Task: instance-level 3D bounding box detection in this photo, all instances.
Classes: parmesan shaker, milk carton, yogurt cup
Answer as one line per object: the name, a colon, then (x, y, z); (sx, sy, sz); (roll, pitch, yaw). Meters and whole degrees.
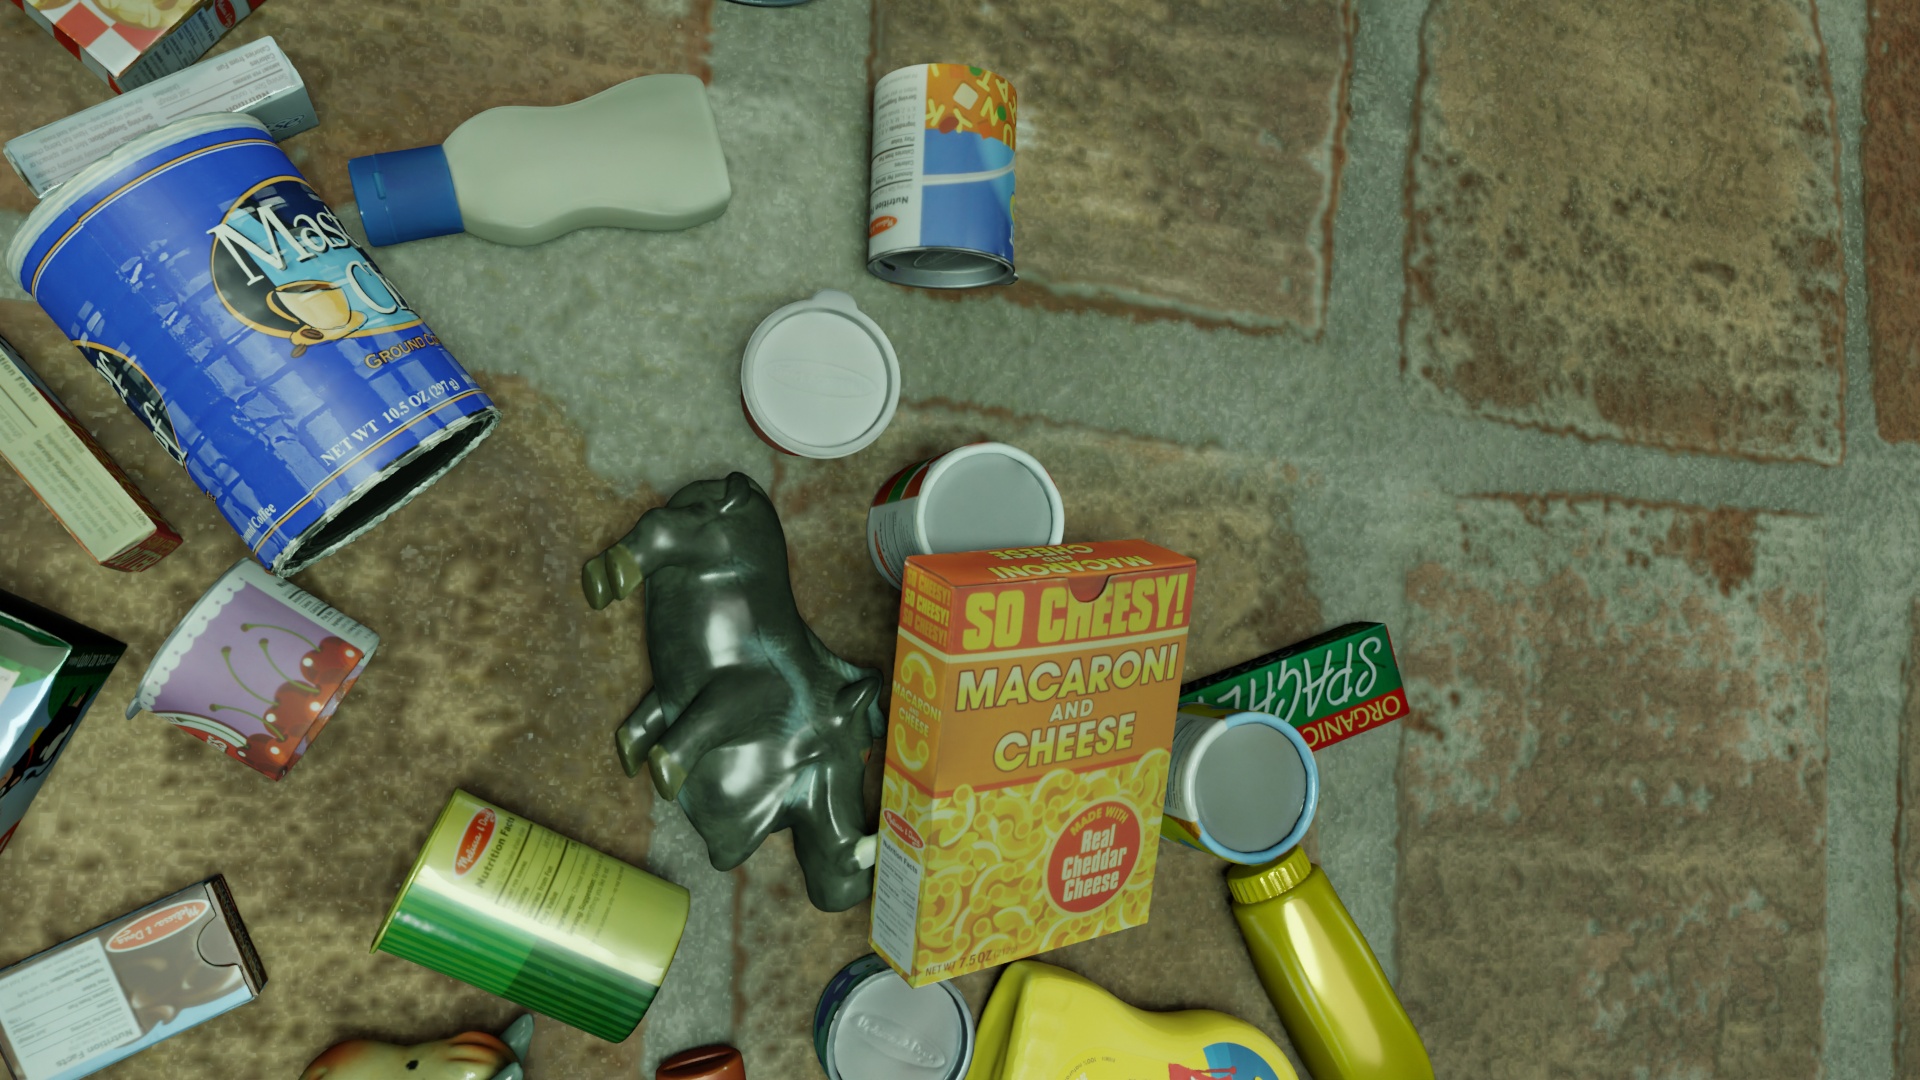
parmesan shaker: (-0.169, 0.152, 0.549); (0.103, 0.071, 0.071); (29, 78, -14)
milk carton: (-0.386, 0.106, 0.483); (0.073, 0.072, 0.191); (28, 77, -14)
yogurt cup: (-0.065, -0.067, 0.606); (0.072, 0.054, 0.072); (1, 86, -17)

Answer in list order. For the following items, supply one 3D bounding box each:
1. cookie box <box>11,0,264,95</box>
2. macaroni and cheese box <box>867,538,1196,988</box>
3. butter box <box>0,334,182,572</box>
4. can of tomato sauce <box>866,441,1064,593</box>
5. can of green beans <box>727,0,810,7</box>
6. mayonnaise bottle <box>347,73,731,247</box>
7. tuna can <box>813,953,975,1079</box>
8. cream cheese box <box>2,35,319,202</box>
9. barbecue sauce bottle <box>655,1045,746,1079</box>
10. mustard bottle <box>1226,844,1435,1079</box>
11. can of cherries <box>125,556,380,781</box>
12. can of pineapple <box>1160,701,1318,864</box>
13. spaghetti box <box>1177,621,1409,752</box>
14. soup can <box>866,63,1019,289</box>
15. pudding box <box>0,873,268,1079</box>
cookie box: (-0.317, -0.275, 0.549); (0.123, 0.040, 0.168); (42, 75, -10)
macaroni and cheese box: (0.031, 0.087, 0.568); (0.124, 0.040, 0.166); (-4, 107, -34)
butter box: (-0.339, -0.034, 0.518); (0.024, 0.053, 0.103); (-40, 99, -19)
can of tomato sauce: (0.002, -0.008, 0.608); (0.071, 0.083, 0.071); (1, 86, -17)
can of green beans: (-0.087, -0.276, 0.609); (0.071, 0.071, 0.058); (1, 86, -17)
mayonnaise bottle: (-0.176, -0.155, 0.586); (0.148, 0.041, 0.064); (-14, 89, -17)
tuna can: (-0.031, 0.218, 0.607); (0.071, 0.033, 0.071); (1, 86, -17)
cream cheese box: (-0.305, -0.157, 0.538); (0.104, 0.053, 0.024); (-32, 98, -17)
barbecue sauce bottle: (-0.097, 0.289, 0.576); (0.065, 0.043, 0.148); (-9, 88, -17)
mustard bottle: (0.166, 0.195, 0.657); (0.049, 0.065, 0.160); (-27, 90, -14)
can of cherries: (-0.267, 0.051, 0.528); (0.058, 0.071, 0.071); (35, 77, -14)
can of pineapple: (0.118, 0.107, 0.618); (0.071, 0.058, 0.071); (1, 87, -18)
spaghetti box: (0.102, 0.097, 0.660); (0.251, 0.028, 0.050); (-17, 92, -18)
soup can: (-0.005, -0.162, 0.627); (0.071, 0.071, 0.084); (3, 85, -17)
pudding box: (-0.314, 0.167, 0.523); (0.084, 0.030, 0.049); (-24, 92, -18)
